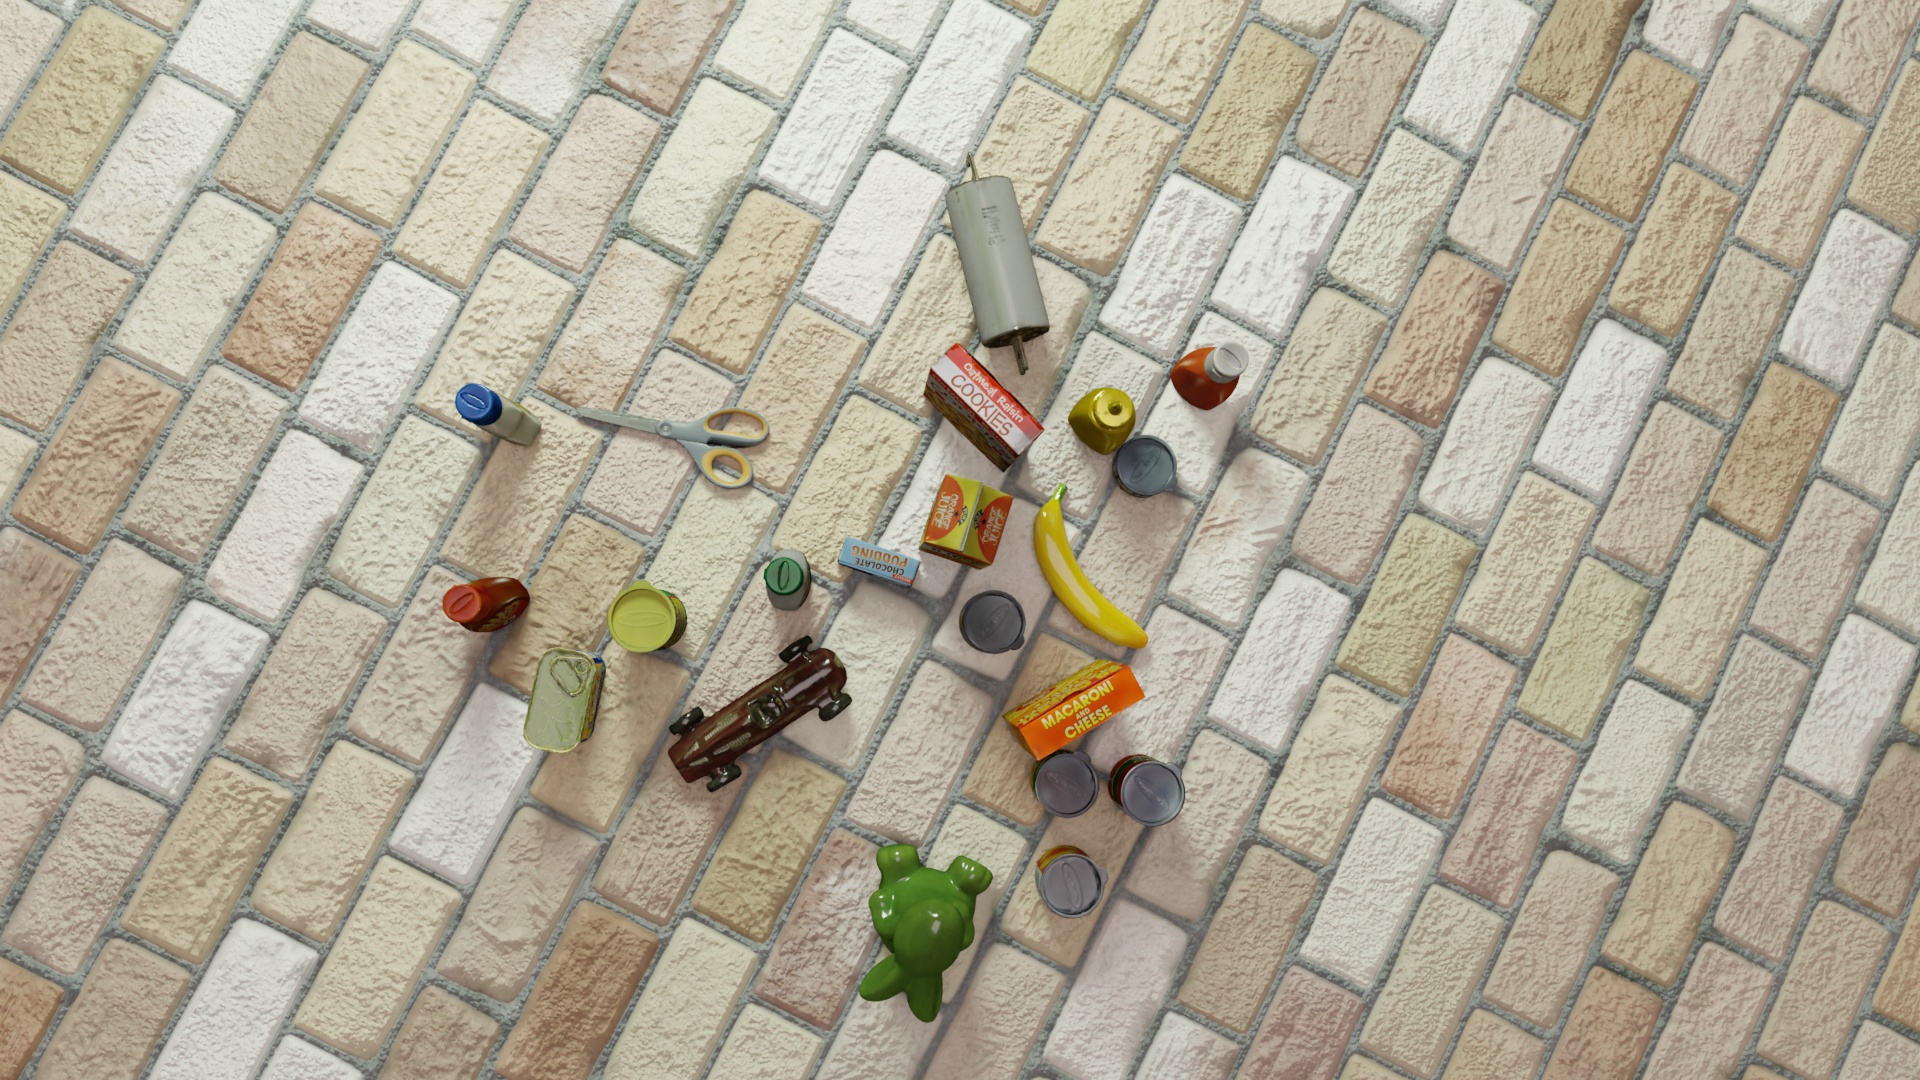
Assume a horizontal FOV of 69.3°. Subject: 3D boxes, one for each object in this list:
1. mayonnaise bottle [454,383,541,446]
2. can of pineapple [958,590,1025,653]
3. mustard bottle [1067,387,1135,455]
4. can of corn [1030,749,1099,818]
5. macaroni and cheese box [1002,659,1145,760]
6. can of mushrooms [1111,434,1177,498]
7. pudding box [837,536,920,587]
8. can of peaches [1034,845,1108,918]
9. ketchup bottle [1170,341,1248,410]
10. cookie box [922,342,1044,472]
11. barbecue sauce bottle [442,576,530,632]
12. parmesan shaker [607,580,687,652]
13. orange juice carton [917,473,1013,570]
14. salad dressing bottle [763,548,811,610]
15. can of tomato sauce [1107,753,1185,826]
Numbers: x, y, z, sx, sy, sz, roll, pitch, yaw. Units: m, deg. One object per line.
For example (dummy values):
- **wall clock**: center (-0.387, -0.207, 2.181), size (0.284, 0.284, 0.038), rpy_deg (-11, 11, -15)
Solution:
- **mayonnaise bottle**: center (-0.467, -0.128, 1.393), size (0.065, 0.148, 0.041), rpy_deg (29, 85, -2)
- **can of pineapple**: center (0.033, 0.087, 1.458), size (0.071, 0.058, 0.071), rpy_deg (0, 86, -4)
- **mustard bottle**: center (0.151, -0.128, 1.431), size (0.065, 0.160, 0.049), rpy_deg (44, 85, 0)
- **can of corn**: center (0.109, 0.251, 1.452), size (0.071, 0.058, 0.071), rpy_deg (0, 86, -4)
- **macaroni and cheese box**: center (0.110, 0.168, 1.404), size (0.124, 0.166, 0.040), rpy_deg (-30, 89, -5)
- **can of mushrooms**: center (0.199, -0.078, 1.494), size (0.071, 0.033, 0.071), rpy_deg (0, 86, -4)
- **pudding box**: center (-0.086, 0.023, 1.458), size (0.084, 0.049, 0.030), rpy_deg (18, 85, -3)
- **can of peaches**: center (0.115, 0.353, 1.445), size (0.071, 0.058, 0.071), rpy_deg (0, 86, -4)
- **ketchup bottle**: center (0.263, -0.175, 1.448), size (0.065, 0.148, 0.043), rpy_deg (43, 85, -1)
- **cookie box**: center (0.021, -0.133, 1.418), size (0.123, 0.167, 0.040), rpy_deg (44, 85, 0)
- **barbecue sauce bottle**: center (-0.475, 0.063, 1.378), size (0.065, 0.148, 0.043), rpy_deg (-40, 90, -5)
- **parmesan shaker**: center (-0.316, 0.077, 1.411), size (0.071, 0.103, 0.071), rpy_deg (0, 86, -4)
- **orange juice carton**: center (0.005, -0.018, 1.396), size (0.073, 0.192, 0.072), rpy_deg (19, 85, -3)
- **salad dressing bottle**: center (-0.175, 0.039, 1.402), size (0.044, 0.147, 0.064), rpy_deg (7, 86, -3)
- **can of tomato sauce**: center (0.193, 0.257, 1.445), size (0.071, 0.083, 0.071), rpy_deg (0, 86, -4)
